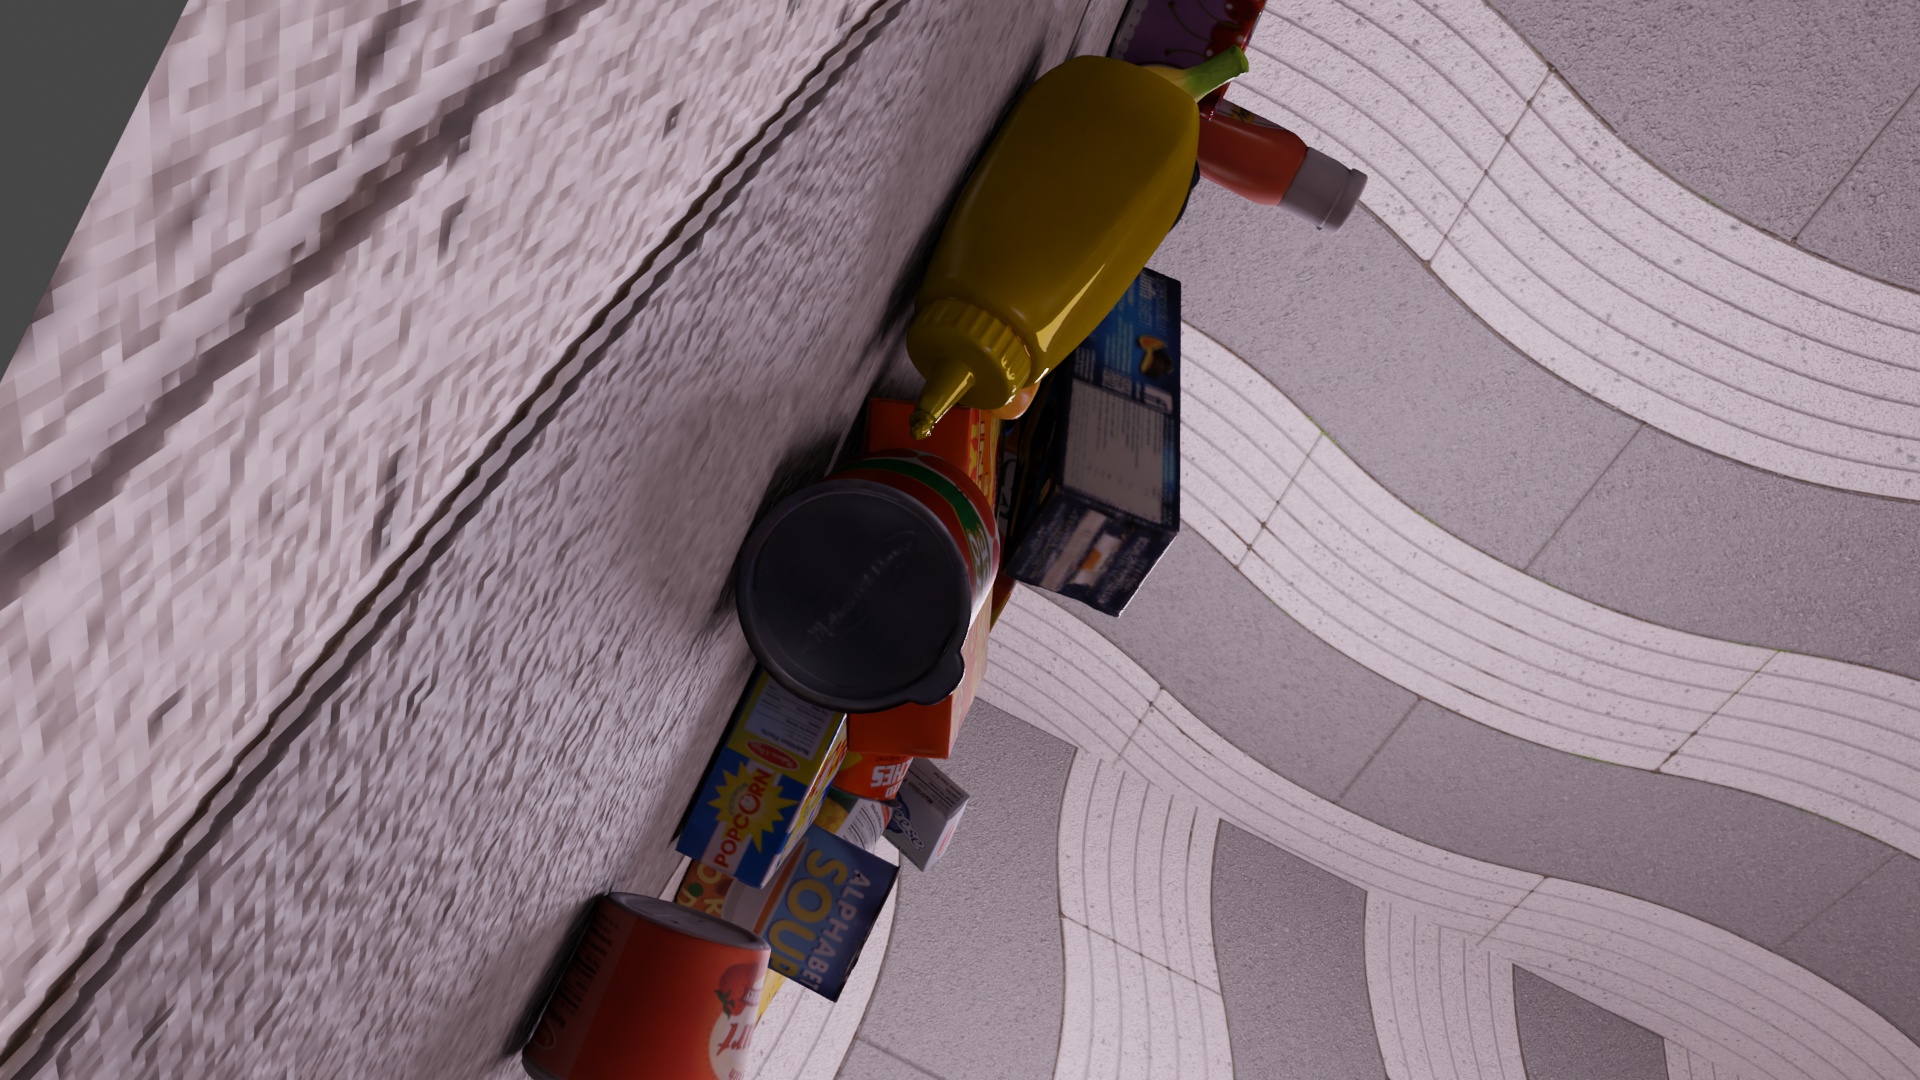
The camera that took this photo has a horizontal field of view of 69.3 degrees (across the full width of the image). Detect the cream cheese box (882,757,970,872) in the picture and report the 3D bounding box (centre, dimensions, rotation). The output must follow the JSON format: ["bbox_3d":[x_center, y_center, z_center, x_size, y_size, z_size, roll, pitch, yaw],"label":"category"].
[{"bbox_3d":[-0.045,0.128,0.760,0.024,0.104,0.053,-34,155,-44],"label":"cream cheese box"}]

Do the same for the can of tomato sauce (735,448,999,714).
[{"bbox_3d":[-0.023,0.009,0.421,0.071,0.071,0.083,-64,178,12],"label":"can of tomato sauce"}]

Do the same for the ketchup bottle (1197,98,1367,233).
[{"bbox_3d":[0.153,-0.220,0.779,0.043,0.149,0.065,-64,177,28],"label":"ketchup bottle"}]

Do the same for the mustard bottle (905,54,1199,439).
[{"bbox_3d":[0.022,-0.091,0.453,0.161,0.065,0.048,-57,165,-25],"label":"mustard bottle"}]

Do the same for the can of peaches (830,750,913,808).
[{"bbox_3d":[-0.048,0.088,0.676,0.071,0.071,0.058,24,91,-87],"label":"can of peaches"}]

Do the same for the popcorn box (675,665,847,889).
[{"bbox_3d":[-0.068,0.083,0.576,0.085,0.038,0.127,-64,177,3],"label":"popcorn box"}]

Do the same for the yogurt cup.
[{"bbox_3d":[-0.093,0.143,0.427,0.072,0.072,0.054,101,8,-80],"label":"yogurt cup"}]

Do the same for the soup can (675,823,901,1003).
[{"bbox_3d":[-0.078,0.160,0.627,0.071,0.084,0.071,-64,177,-6],"label":"soup can"}]

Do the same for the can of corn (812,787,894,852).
[{"bbox_3d":[-0.079,0.149,0.728,0.058,0.071,0.070,-56,172,-45],"label":"can of corn"}]

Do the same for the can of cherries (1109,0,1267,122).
[{"bbox_3d":[0.109,-0.245,0.679,0.071,0.058,0.071,18,98,-87],"label":"can of cherries"}]

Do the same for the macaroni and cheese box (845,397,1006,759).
[{"bbox_3d":[-0.011,0.007,0.550,0.166,0.040,0.123,-38,132,-82],"label":"macaroni and cheese box"}]

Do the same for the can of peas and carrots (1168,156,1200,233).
[{"bbox_3d":[0.090,-0.189,0.716,0.070,0.071,0.059,-65,178,27],"label":"can of peas and carrots"}]

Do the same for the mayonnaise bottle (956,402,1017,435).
[{"bbox_3d":[0.034,-0.115,0.640,0.065,0.041,0.147,-65,180,-55],"label":"mayonnaise bottle"}]

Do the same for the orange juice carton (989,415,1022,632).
[{"bbox_3d":[0.003,-0.009,0.702,0.194,0.072,0.072,-62,178,-39],"label":"orange juice carton"}]
